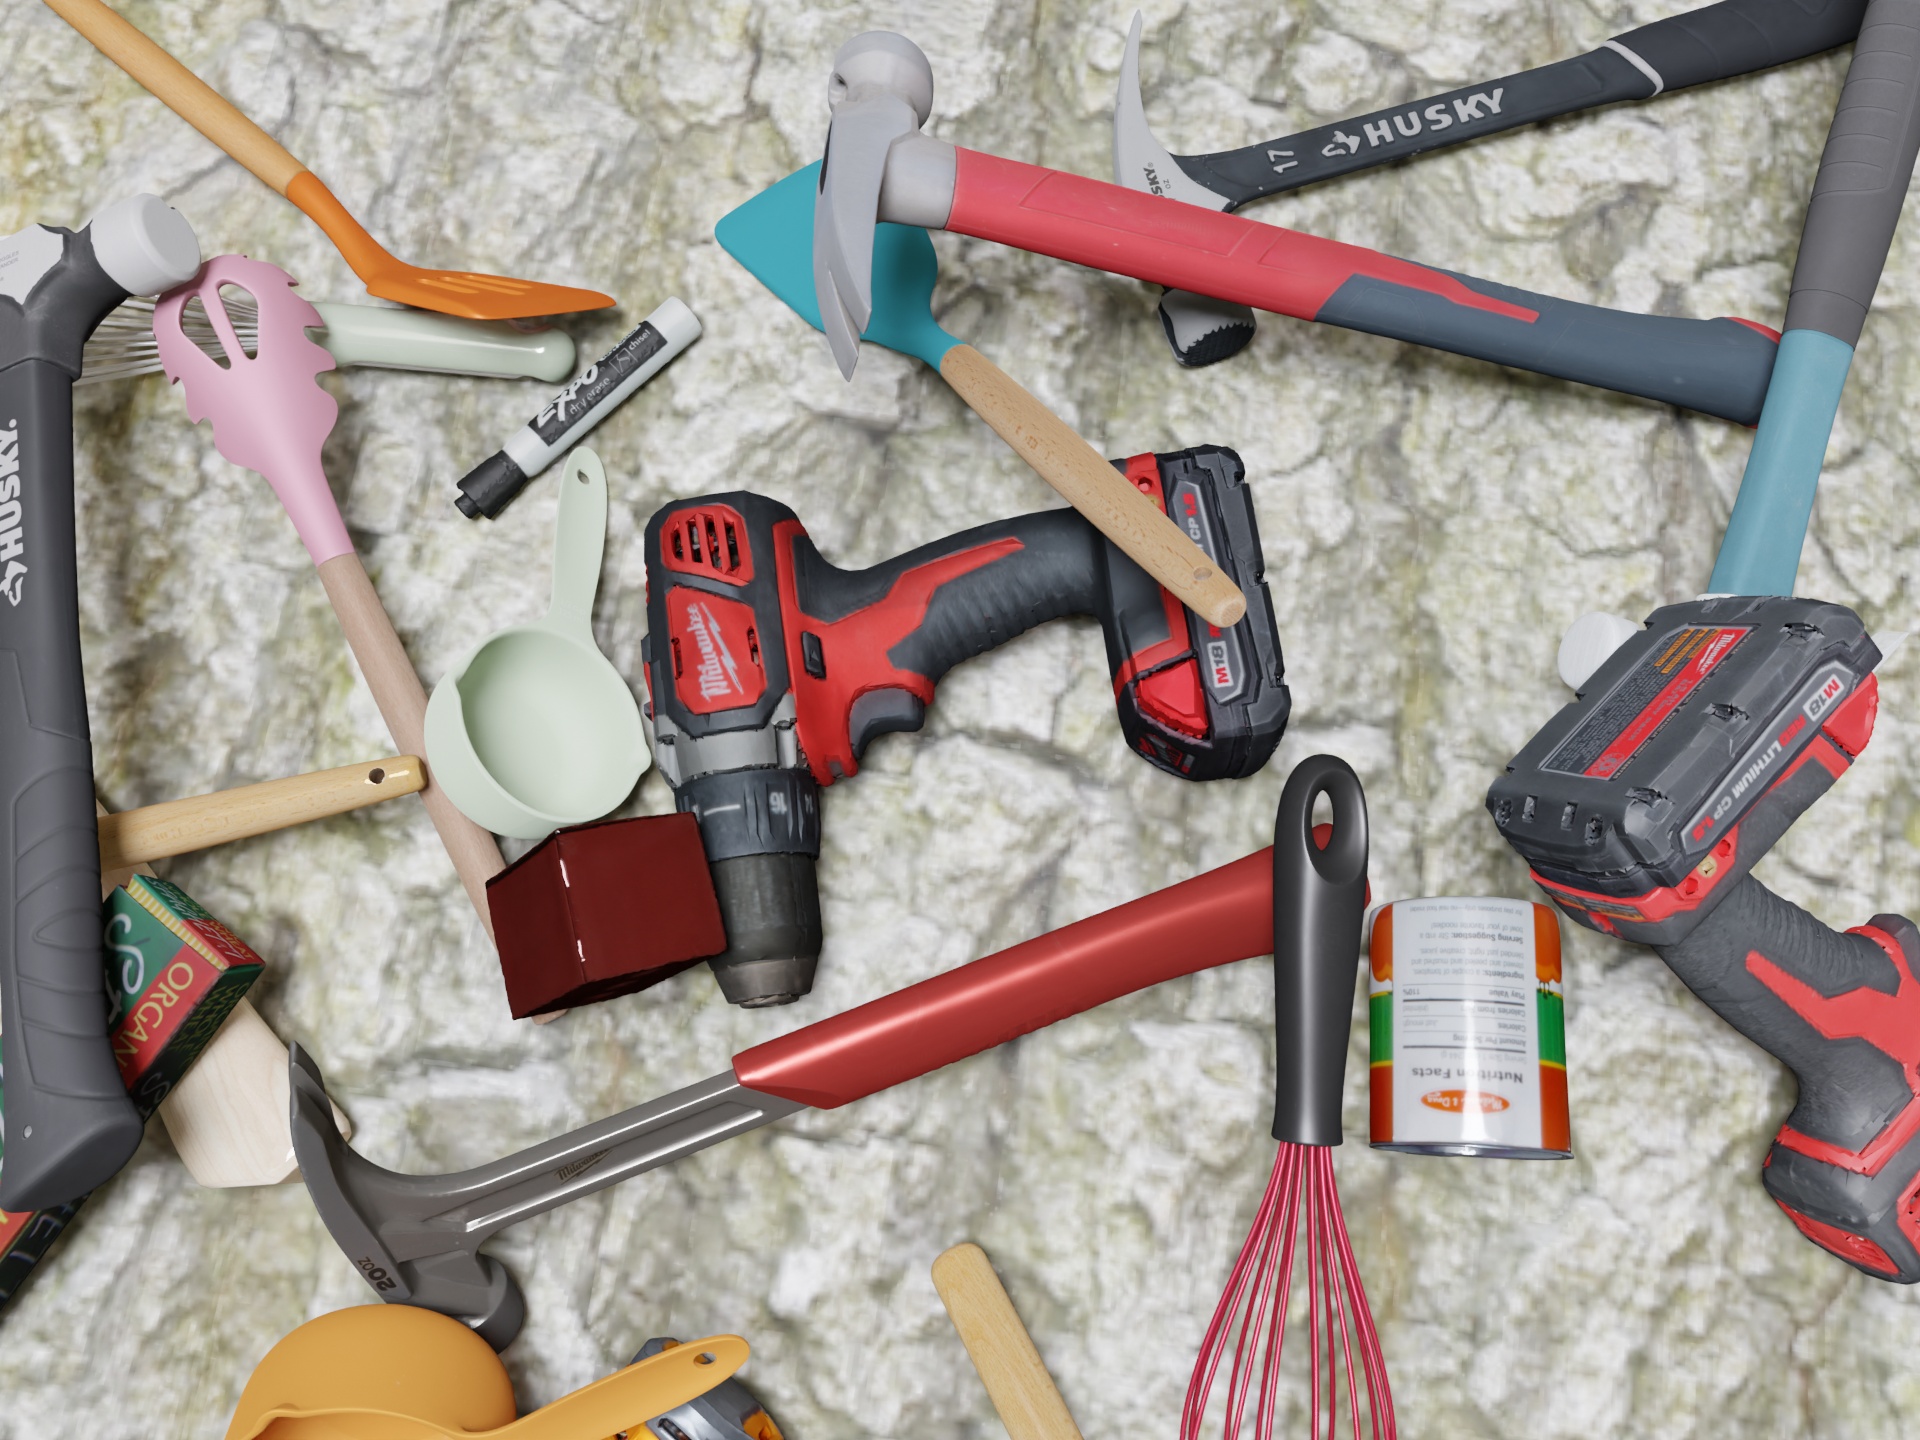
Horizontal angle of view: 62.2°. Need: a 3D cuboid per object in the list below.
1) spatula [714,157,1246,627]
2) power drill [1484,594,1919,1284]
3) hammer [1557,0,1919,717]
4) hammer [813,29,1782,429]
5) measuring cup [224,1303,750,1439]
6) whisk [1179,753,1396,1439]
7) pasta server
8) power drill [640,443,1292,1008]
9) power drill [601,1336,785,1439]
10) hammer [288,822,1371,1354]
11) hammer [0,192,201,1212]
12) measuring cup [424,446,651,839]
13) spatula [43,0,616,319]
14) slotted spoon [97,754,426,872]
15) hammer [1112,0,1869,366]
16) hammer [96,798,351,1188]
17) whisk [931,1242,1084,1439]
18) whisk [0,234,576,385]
[{"bbox_3d":[0.006,-0.126,0.574,0.082,0.044,0.318,-31,45,-8],"label":"spatula"},{"bbox_3d":[0.294,0.069,0.534,0.143,0.078,0.219,-44,103,-9],"label":"power drill"},{"bbox_3d":[0.320,-0.153,0.589,0.128,0.033,0.331,16,89,-19],"label":"hammer"},{"bbox_3d":[0.139,-0.147,0.575,0.386,0.038,0.143,9,55,-13],"label":"hammer"},{"bbox_3d":[-0.146,0.211,0.499,0.173,0.052,0.095,-23,116,3],"label":"measuring cup"},{"bbox_3d":[0.113,0.158,0.526,0.073,0.073,0.296,4,85,1],"label":"whisk"},{"bbox_3d":[-0.218,-0.033,0.589,0.060,0.040,0.316,-25,90,-10],"label":"pasta server"},{"bbox_3d":[-0.001,-0.002,0.579,0.226,0.080,0.188,-8,76,1],"label":"power drill"},{"bbox_3d":[-0.065,0.332,0.496,0.226,0.084,0.164,38,80,13],"label":"power drill"},{"bbox_3d":[-0.028,0.103,0.537,0.359,0.149,0.037,-20,41,-10],"label":"hammer"},{"bbox_3d":[-0.312,-0.009,0.532,0.146,0.035,0.335,-17,73,14],"label":"hammer"},{"bbox_3d":[-0.158,-0.032,0.602,0.083,0.038,0.168,26,49,-37],"label":"measuring cup"},{"bbox_3d":[-0.283,-0.239,0.649,0.323,0.081,0.041,39,121,12],"label":"spatula"},{"bbox_3d":[-0.342,0.055,0.551,0.313,0.031,0.070,-14,78,-5],"label":"slotted spoon"},{"bbox_3d":[0.258,-0.270,0.664,0.409,0.036,0.149,-17,76,-5],"label":"hammer"},{"bbox_3d":[-0.359,0.002,0.596,0.146,0.038,0.411,-42,80,-11],"label":"hammer"},{"bbox_3d":[0.056,0.278,0.503,0.047,0.051,0.245,-17,57,-25],"label":"whisk"},{"bbox_3d":[-0.277,-0.155,0.633,0.246,0.058,0.059,4,111,-2],"label":"whisk"}]
